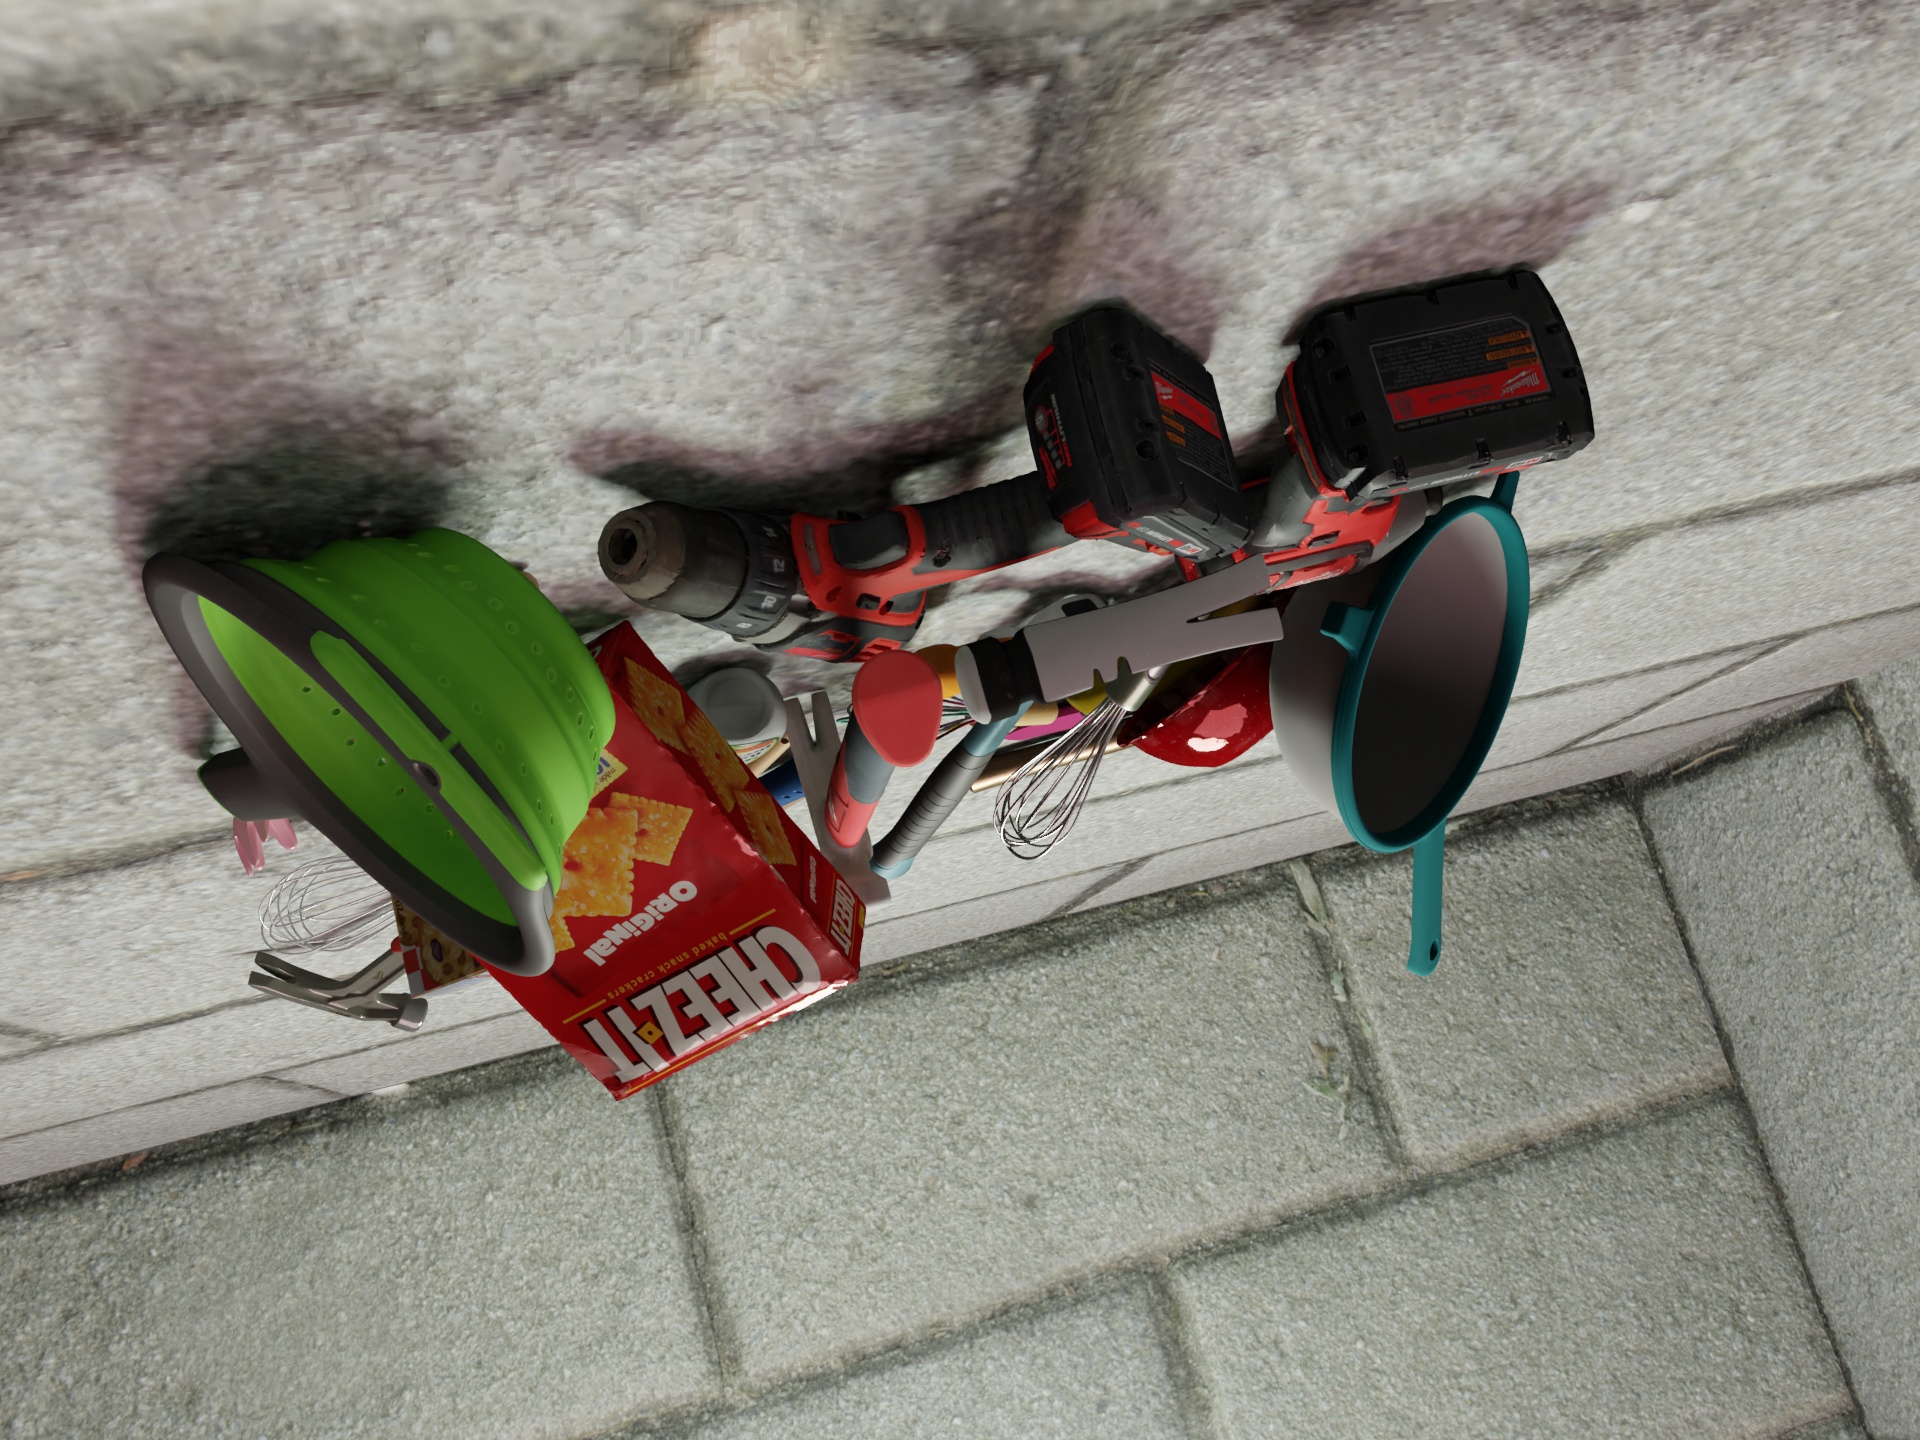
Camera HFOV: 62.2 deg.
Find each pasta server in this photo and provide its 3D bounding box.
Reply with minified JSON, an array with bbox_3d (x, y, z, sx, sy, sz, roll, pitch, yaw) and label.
[{"bbox_3d":[-0.287,0.005,0.783,0.316,0.040,0.060,-29,-171,40],"label":"pasta server"}]

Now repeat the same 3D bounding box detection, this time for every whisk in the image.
[{"bbox_3d":[0.095,-0.008,0.978,0.057,0.059,0.246,11,125,-39],"label":"whisk"},{"bbox_3d":[-0.337,0.096,1.087,0.284,0.070,0.070,-19,168,-6],"label":"whisk"},{"bbox_3d":[-0.002,-0.001,1.093,0.051,0.047,0.245,-25,168,31],"label":"whisk"}]

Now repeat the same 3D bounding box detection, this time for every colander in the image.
[{"bbox_3d":[-0.248,-0.001,0.676,0.094,0.204,0.397,-47,-158,-28],"label":"colander"}]

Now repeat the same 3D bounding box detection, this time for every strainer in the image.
[{"bbox_3d":[0.253,0.016,0.972,0.095,0.340,0.211,22,-134,38],"label":"strainer"}]

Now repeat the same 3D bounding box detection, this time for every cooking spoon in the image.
[{"bbox_3d":[0.172,-0.038,1.197,0.319,0.017,0.068,-21,167,27],"label":"cooking spoon"}]

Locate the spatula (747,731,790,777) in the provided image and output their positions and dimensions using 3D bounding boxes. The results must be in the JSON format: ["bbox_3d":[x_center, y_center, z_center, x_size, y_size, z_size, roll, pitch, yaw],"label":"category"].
[{"bbox_3d":[-0.201,0.086,1.142,0.082,0.044,0.317,30,135,-23],"label":"spatula"}]

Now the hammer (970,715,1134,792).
[{"bbox_3d":[0.163,0.004,1.336,0.331,0.031,0.130,-16,168,4],"label":"hammer"}]

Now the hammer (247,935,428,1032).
[{"bbox_3d":[-0.420,0.162,1.256,0.149,0.037,0.359,28,137,-33],"label":"hammer"}]

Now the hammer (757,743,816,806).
[{"bbox_3d":[-0.242,0.100,1.260,0.405,0.035,0.144,-25,164,36],"label":"hammer"}]

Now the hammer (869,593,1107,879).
[{"bbox_3d":[0.007,0.021,1.046,0.128,0.033,0.331,-23,161,-35],"label":"hammer"}]

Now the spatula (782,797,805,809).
[{"bbox_3d":[-0.161,0.072,1.275,0.059,0.018,0.316,-4,164,-38],"label":"spatula"}]

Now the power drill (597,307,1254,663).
[{"bbox_3d":[-0.015,-0.083,0.648,0.227,0.080,0.187,-18,168,27],"label":"power drill"}]

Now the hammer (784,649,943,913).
[{"bbox_3d":[-0.056,0.013,0.819,0.038,0.143,0.386,-15,170,-11],"label":"hammer"}]

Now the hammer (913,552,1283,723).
[{"bbox_3d":[0.029,-0.030,0.748,0.127,0.034,0.337,-17,-177,-11],"label":"hammer"}]

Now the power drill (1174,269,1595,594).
[{"bbox_3d":[0.192,-0.119,0.745,0.143,0.078,0.219,-13,170,-10],"label":"power drill"}]
